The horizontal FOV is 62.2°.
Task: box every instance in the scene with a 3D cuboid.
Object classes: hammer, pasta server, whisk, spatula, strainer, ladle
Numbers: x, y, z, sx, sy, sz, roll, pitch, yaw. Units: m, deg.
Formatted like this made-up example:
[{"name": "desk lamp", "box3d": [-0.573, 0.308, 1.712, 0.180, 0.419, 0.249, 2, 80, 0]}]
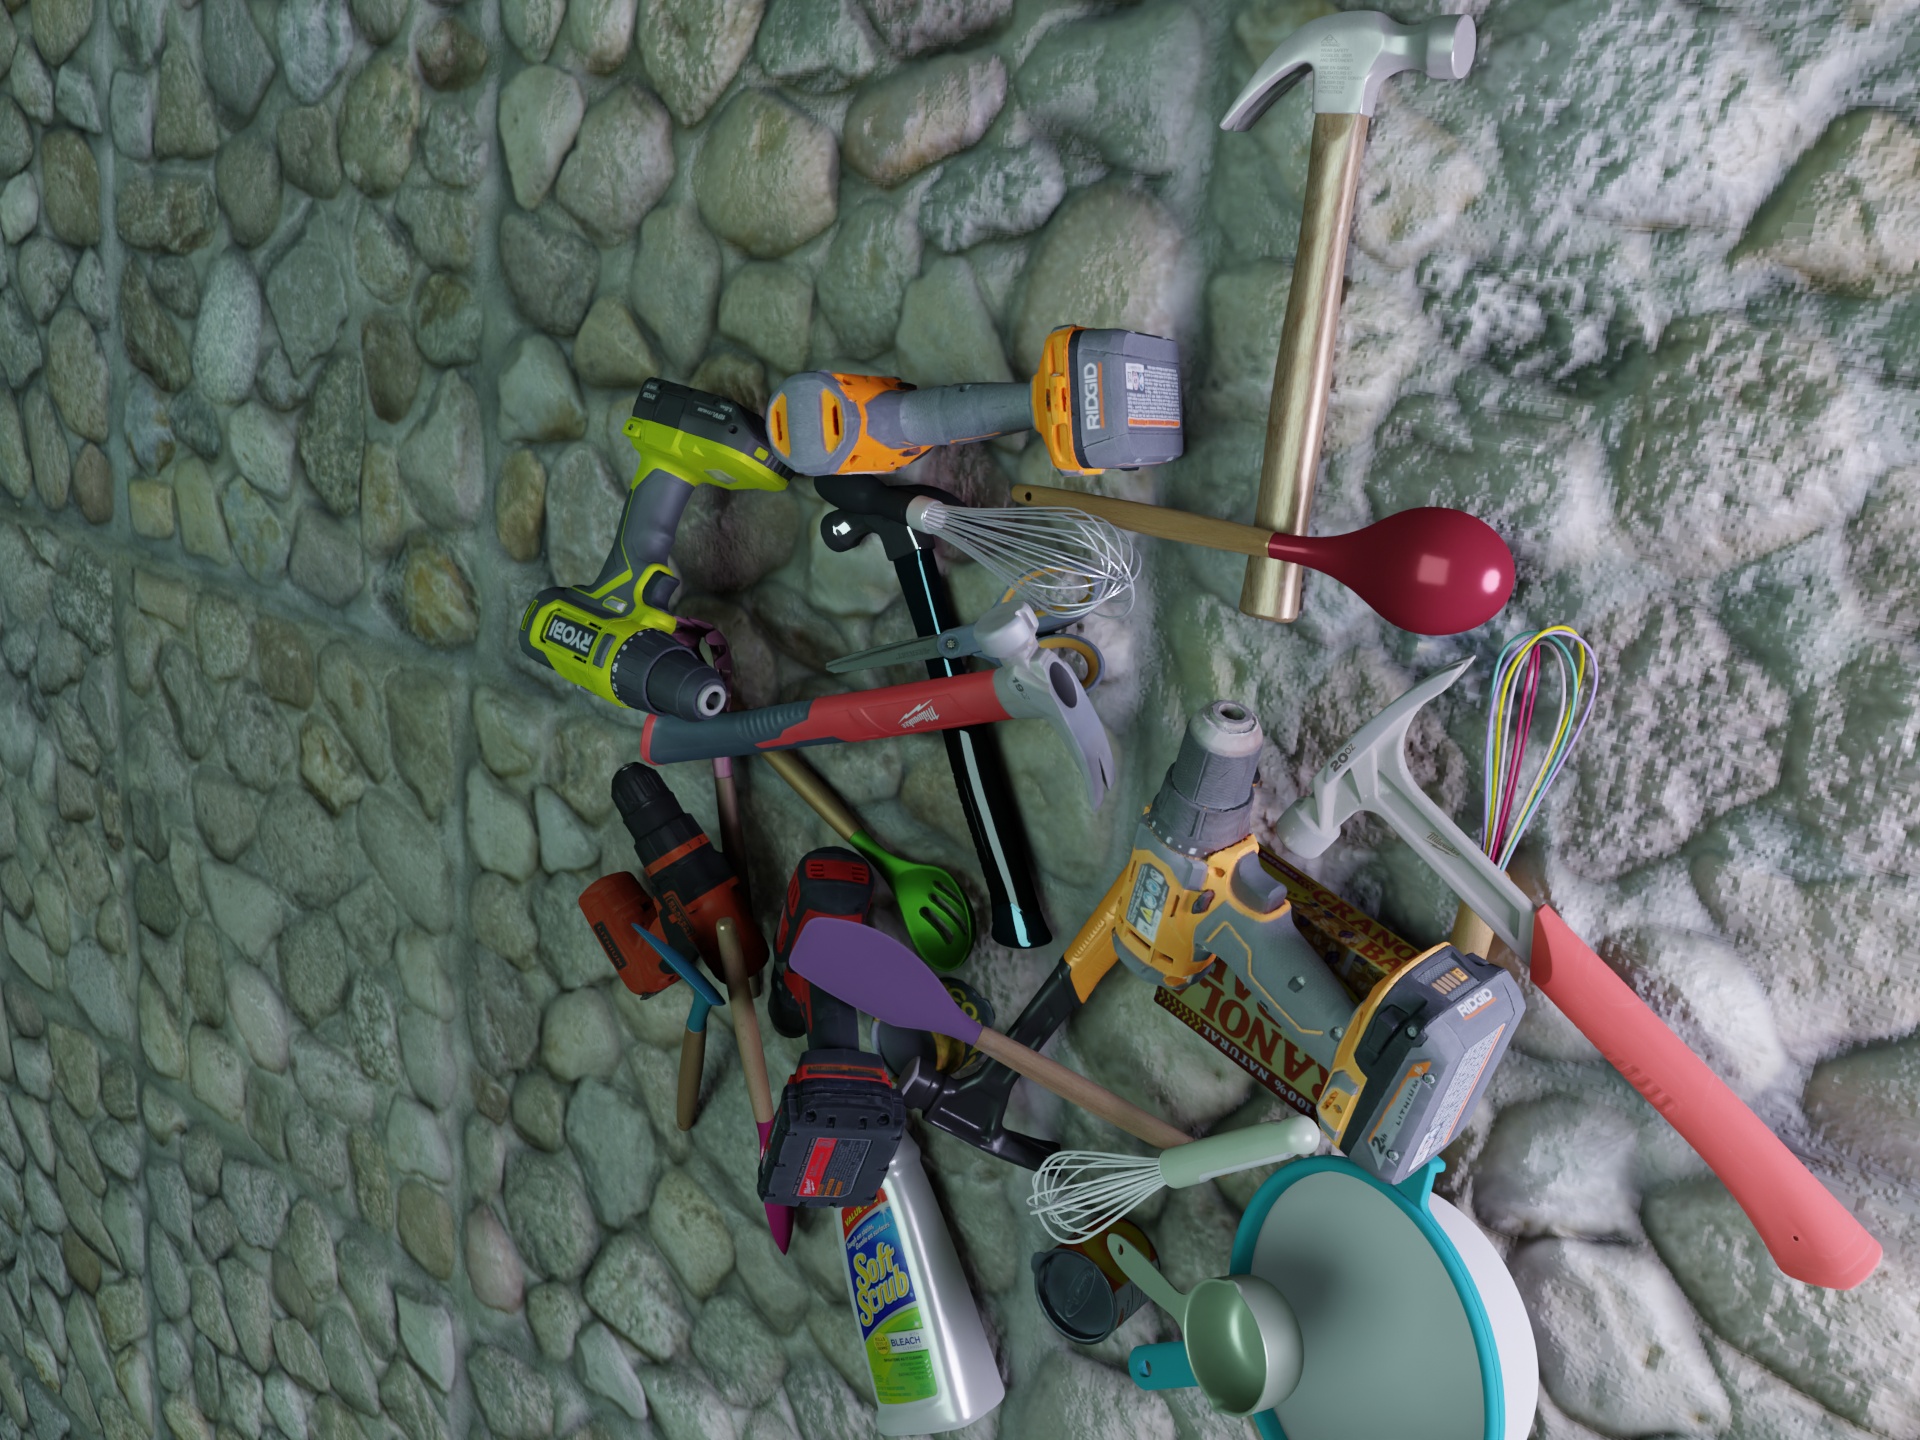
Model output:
[{"name": "hammer", "box3d": [-0.076, 0.011, 1.081, 0.386, 0.038, 0.143, -8, 124, 40]}, {"name": "hammer", "box3d": [-0.002, -0.003, 1.089, 0.128, 0.033, 0.331, -18, 88, 40]}, {"name": "pasta server", "box3d": [-0.184, 0.070, 1.227, 0.060, 0.040, 0.316, 4, 107, 33]}, {"name": "whisk", "box3d": [0.000, -0.124, 1.006, 0.285, 0.070, 0.070, 25, 113, 40]}, {"name": "spatula", "box3d": [0.035, 0.214, 1.025, 0.316, 0.018, 0.059, 29, 113, 1]}, {"name": "strainer", "box3d": [0.225, 0.375, 0.956, 0.340, 0.095, 0.211, -41, 55, 55]}, {"name": "hammer", "box3d": [0.092, 0.155, 1.026, 0.127, 0.034, 0.336, 29, 113, -9]}, {"name": "ladle", "box3d": [0.157, -0.107, 0.911, 0.316, 0.031, 0.069, 17, 110, 36]}, {"name": "whisk", "box3d": [0.291, 0.063, 0.868, 0.051, 0.047, 0.245, 22, 115, 32]}, {"name": "hammer", "box3d": [0.194, -0.220, 0.895, 0.130, 0.031, 0.331, 17, 109, 34]}, {"name": "spatula", "box3d": [-0.214, 0.251, 1.225, 0.082, 0.044, 0.317, 40, 144, 19]}, {"name": "whisk", "box3d": [0.127, 0.281, 0.991, 0.246, 0.057, 0.059, -32, 62, 44]}, {"name": "hammer", "box3d": [0.332, 0.137, 0.821, 0.359, 0.037, 0.149, 47, 128, 12]}]

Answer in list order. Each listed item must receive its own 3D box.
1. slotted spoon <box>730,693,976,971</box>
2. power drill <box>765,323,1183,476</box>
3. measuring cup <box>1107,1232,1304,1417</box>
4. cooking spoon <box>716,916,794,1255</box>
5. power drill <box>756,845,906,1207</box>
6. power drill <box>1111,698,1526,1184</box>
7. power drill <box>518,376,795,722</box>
[{"name": "slotted spoon", "box3d": [-0.092, 0.068, 1.177, 0.314, 0.031, 0.070, 43, 124, 26]}, {"name": "power drill", "box3d": [0.017, -0.189, 0.976, 0.226, 0.164, 0.084, 0, 99, 25]}, {"name": "measuring cup", "box3d": [0.146, 0.352, 0.963, 0.168, 0.038, 0.083, 24, 110, 61]}, {"name": "cooking spoon", "box3d": [-0.151, 0.280, 1.200, 0.017, 0.069, 0.318, -5, 119, 3]}, {"name": "power drill", "box3d": [-0.101, 0.226, 1.119, 0.227, 0.080, 0.187, -99, 21, -45]}, {"name": "power drill", "box3d": [0.181, 0.110, 0.847, 0.226, 0.084, 0.185, 40, 136, 34]}, {"name": "power drill", "box3d": [-0.206, -0.116, 1.138, 0.191, 0.080, 0.228, 22, 88, 37]}]
